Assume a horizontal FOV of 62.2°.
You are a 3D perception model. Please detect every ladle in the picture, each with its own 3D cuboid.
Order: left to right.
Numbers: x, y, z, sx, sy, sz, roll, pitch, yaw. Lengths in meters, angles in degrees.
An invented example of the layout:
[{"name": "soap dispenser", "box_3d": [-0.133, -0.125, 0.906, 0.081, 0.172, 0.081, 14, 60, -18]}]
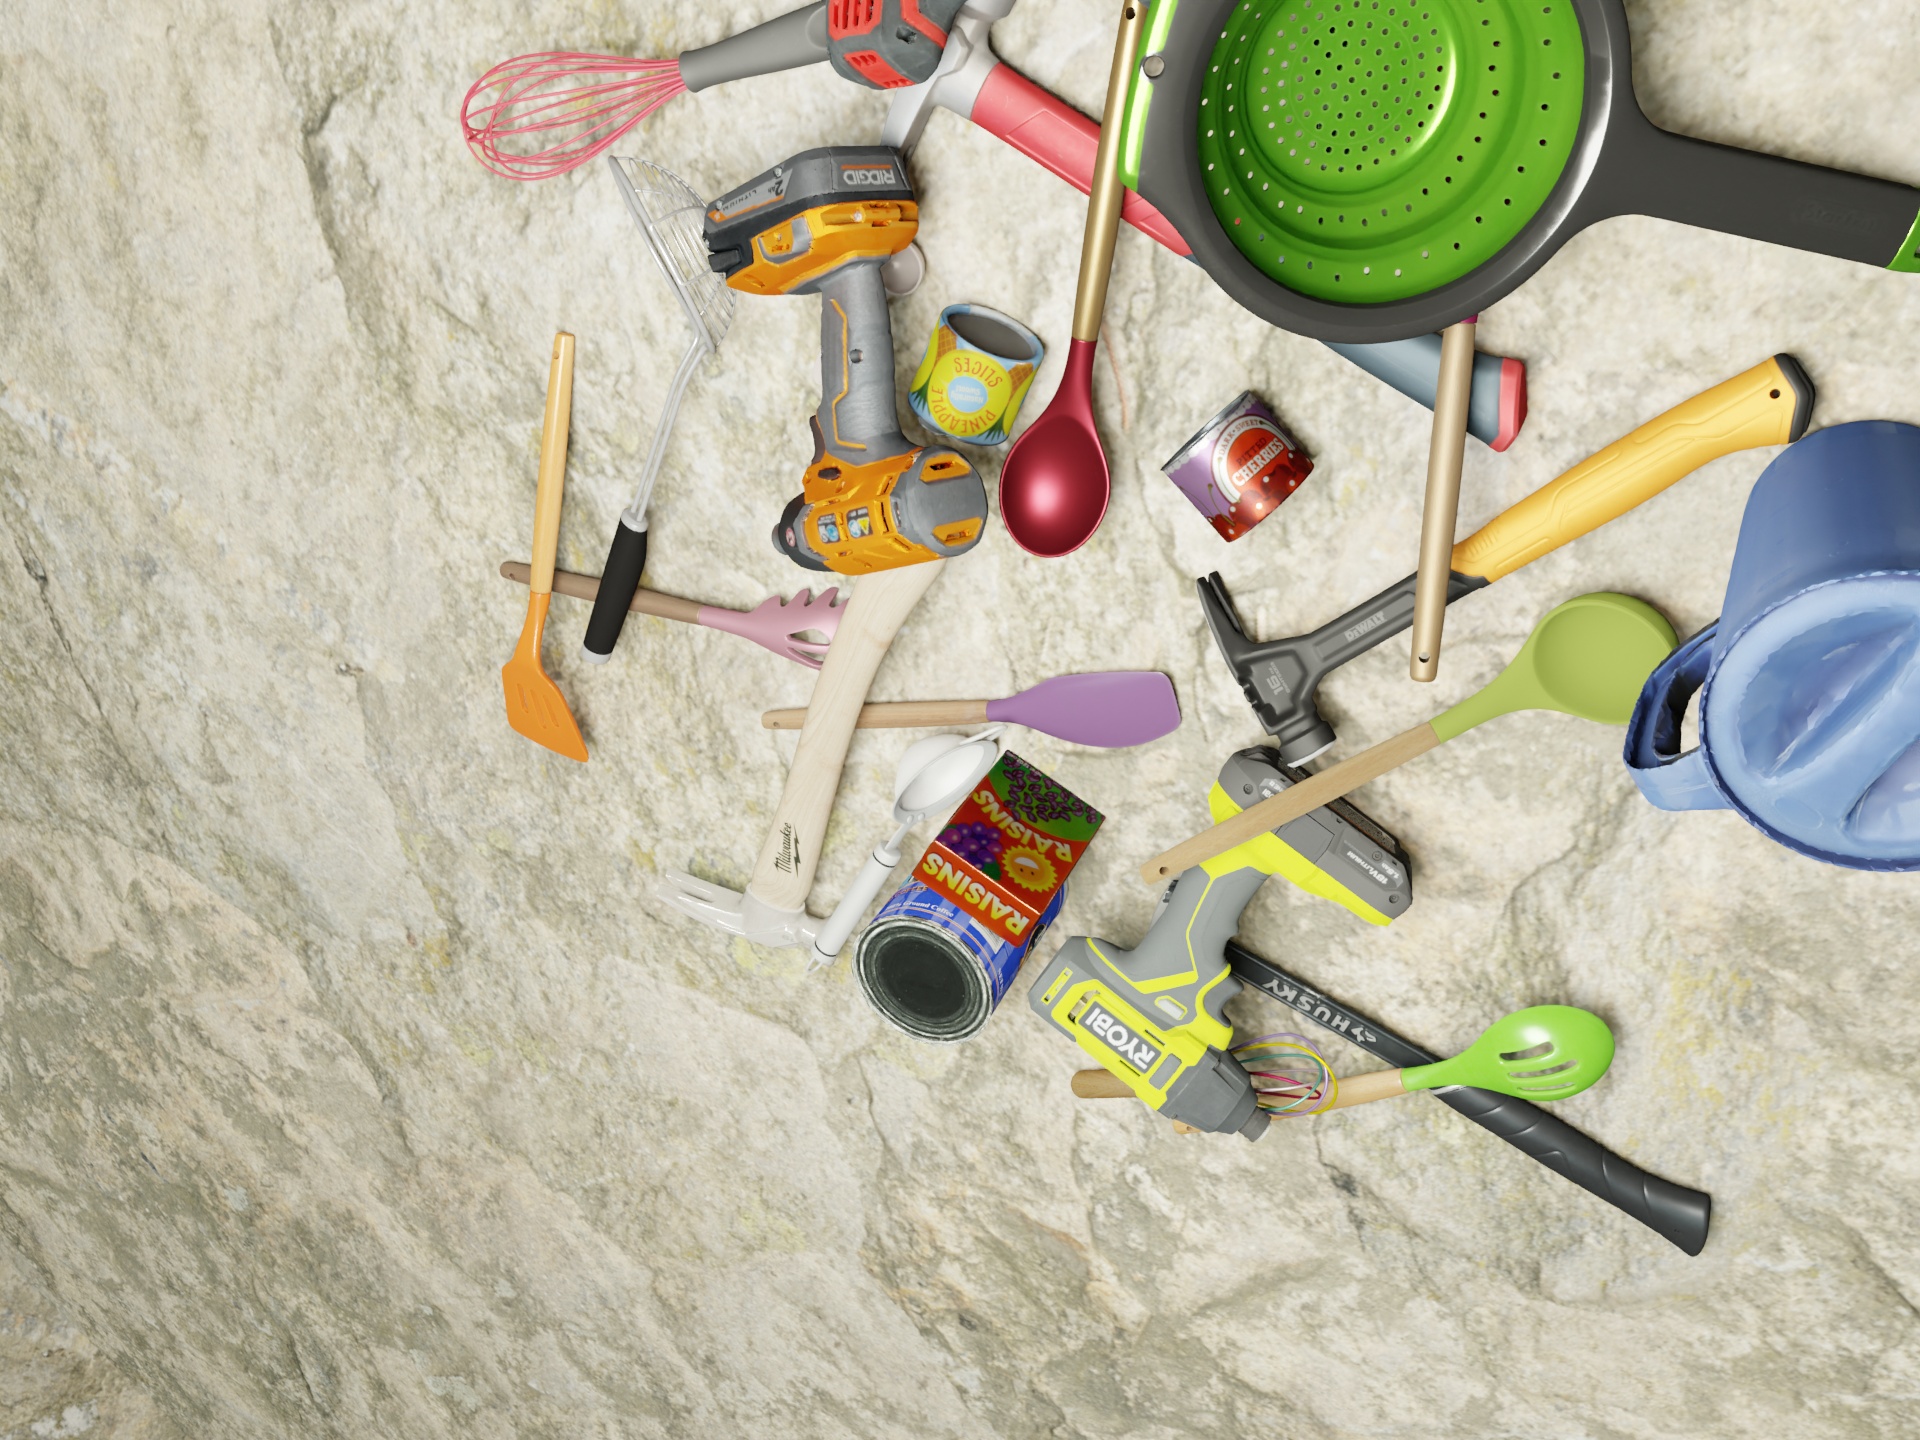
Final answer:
[{"name": "ladle", "box_3d": [0.070, -0.235, 0.871, 0.069, 0.031, 0.315, 20, 125, 18]}, {"name": "ladle", "box_3d": [0.244, 0.023, 0.893, 0.320, 0.062, 0.078, -28, 103, 14]}]

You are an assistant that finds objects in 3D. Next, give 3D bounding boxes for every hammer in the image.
[{"name": "hammer", "box_3d": [-0.103, 0.013, 1.099, 0.146, 0.038, 0.410, 20, 129, -3]}, {"name": "hammer", "box_3d": [0.130, -0.251, 0.868, 0.386, 0.038, 0.143, 35, 128, 6]}, {"name": "hammer", "box_3d": [0.305, 0.234, 1.055, 0.409, 0.036, 0.149, 30, 127, 9]}, {"name": "hammer", "box_3d": [0.288, -0.100, 0.866, 0.337, 0.034, 0.127, -32, 85, 33]}]

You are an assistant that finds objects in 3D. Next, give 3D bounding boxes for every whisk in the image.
[{"name": "whisk", "box_3d": [-0.178, -0.380, 0.943, 0.296, 0.073, 0.073, -6, 114, 23]}, {"name": "whisk", "box_3d": [0.162, 0.253, 1.102, 0.047, 0.051, 0.245, 41, 147, -22]}]

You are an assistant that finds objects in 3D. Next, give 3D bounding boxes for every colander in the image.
[{"name": "colander", "box_3d": [0.269, -0.272, 0.741, 0.397, 0.095, 0.204, 10, 122, -6]}]

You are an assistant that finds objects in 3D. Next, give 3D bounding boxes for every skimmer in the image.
[{"name": "skimmer", "box_3d": [-0.225, -0.184, 1.040, 0.127, 0.090, 0.363, 58, 135, 39]}]

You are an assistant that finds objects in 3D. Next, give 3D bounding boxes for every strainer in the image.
[{"name": "strainer", "box_3d": [-0.049, 0.086, 1.110, 0.050, 0.086, 0.258, 46, 118, 26]}]

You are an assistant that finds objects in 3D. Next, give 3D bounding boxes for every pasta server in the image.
[{"name": "pasta server", "box_3d": [-0.201, -0.083, 1.141, 0.316, 0.040, 0.060, 14, 122, 25]}]

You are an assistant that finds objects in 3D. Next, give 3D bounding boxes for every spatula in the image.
[{"name": "spatula", "box_3d": [-0.295, -0.119, 1.148, 0.081, 0.041, 0.322, 22, 114, 23]}, {"name": "spatula", "box_3d": [-0.002, -0.003, 1.087, 0.316, 0.018, 0.059, -2, 124, 27]}]

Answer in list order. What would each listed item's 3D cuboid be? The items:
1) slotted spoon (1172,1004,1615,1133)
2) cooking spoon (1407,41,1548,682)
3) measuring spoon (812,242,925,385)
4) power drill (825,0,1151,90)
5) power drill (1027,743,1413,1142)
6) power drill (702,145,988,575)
[{"name": "slotted spoon", "box_3d": [0.270, 0.242, 1.040, 0.314, 0.031, 0.070, -23, 109, 37]}, {"name": "cooking spoon", "box_3d": [0.252, -0.176, 0.812, 0.069, 0.017, 0.319, 5, 102, 13]}, {"name": "measuring spoon", "box_3d": [-0.058, -0.251, 0.982, 0.034, 0.018, 0.124, 44, 134, -2]}, {"name": "power drill", "box_3d": [0.034, -0.417, 0.769, 0.227, 0.080, 0.188, 3, 89, 30]}, {"name": "power drill", "box_3d": [0.172, 0.143, 0.992, 0.171, 0.080, 0.223, 37, 104, 6]}, {"name": "power drill", "box_3d": [-0.076, -0.195, 0.919, 0.164, 0.084, 0.226, -6, 100, 49]}]
